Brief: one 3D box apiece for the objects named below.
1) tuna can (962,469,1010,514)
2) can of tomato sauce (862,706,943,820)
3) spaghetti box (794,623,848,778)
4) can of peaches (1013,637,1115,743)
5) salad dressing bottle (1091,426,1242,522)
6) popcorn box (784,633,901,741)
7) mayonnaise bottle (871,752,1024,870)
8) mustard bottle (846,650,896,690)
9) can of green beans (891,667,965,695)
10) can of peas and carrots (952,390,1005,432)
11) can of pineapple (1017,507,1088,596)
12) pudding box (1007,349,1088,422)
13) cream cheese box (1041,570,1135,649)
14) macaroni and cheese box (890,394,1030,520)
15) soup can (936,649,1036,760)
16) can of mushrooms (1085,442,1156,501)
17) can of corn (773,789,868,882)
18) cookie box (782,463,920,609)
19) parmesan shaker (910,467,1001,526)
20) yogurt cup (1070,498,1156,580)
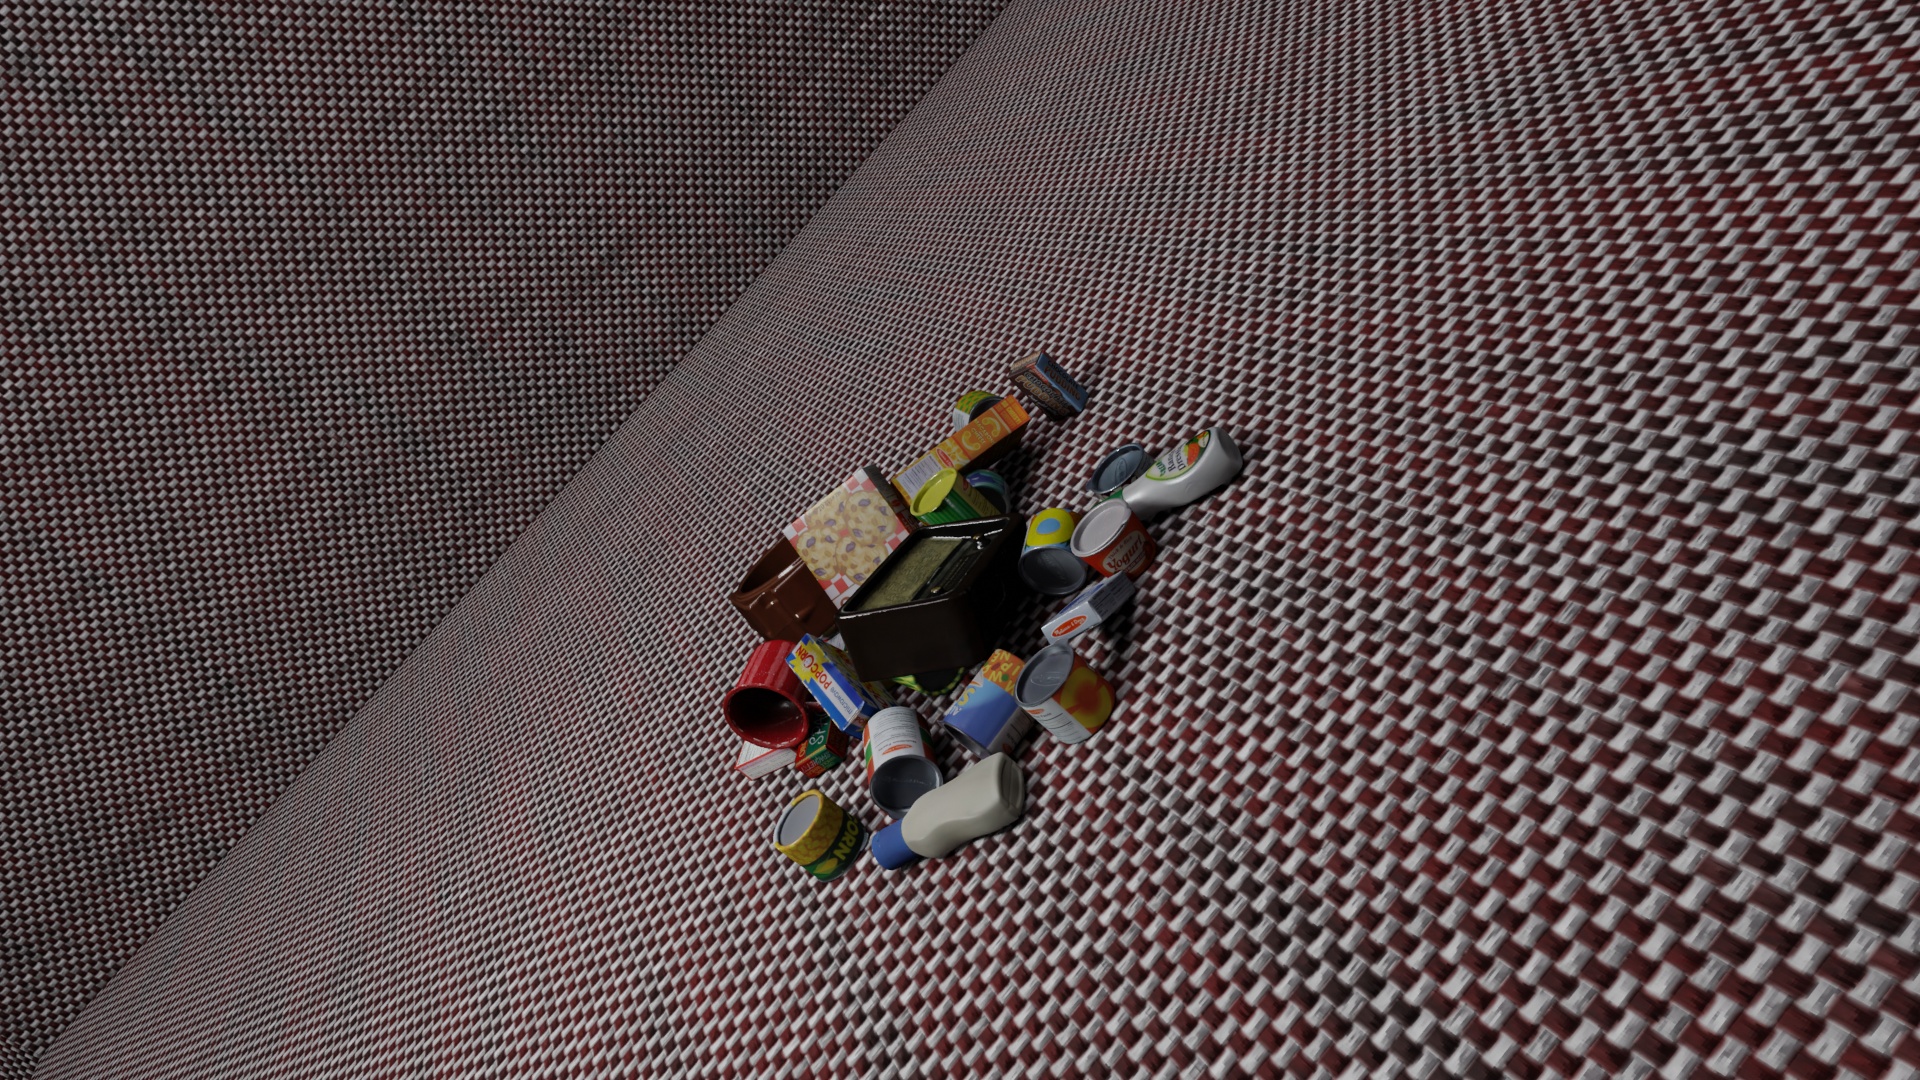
[{"bbox_3d":[0.020,-0.042,1.525,0.071,0.071,0.033,-37,27,20],"label":"tuna can"},{"bbox_3d":[-0.054,0.204,1.280,0.071,0.071,0.083,-41,25,11],"label":"can of tomato sauce"},{"bbox_3d":[-0.138,0.156,1.523,0.050,0.028,0.251,-34,27,25],"label":"spaghetti box"},{"bbox_3d":[0.089,0.128,1.175,0.071,0.058,0.071,-37,26,21],"label":"can of peaches"},{"bbox_3d":[0.191,-0.051,1.301,0.147,0.044,0.064,-32,27,28],"label":"salad dressing bottle"},{"bbox_3d":[-0.108,0.151,1.369,0.038,0.085,0.127,-53,45,6],"label":"popcorn box"},{"bbox_3d":[-0.012,0.238,1.189,0.147,0.041,0.065,-34,27,28],"label":"mayonnaise bottle"},{"bbox_3d":[-0.053,0.100,1.449,0.160,0.048,0.065,-37,32,21],"label":"mustard bottle"},{"bbox_3d":[-0.036,0.116,1.374,0.071,0.071,0.058,-54,32,-15],"label":"can of green beans"},{"bbox_3d":[0.032,-0.145,1.670,0.071,0.071,0.059,-48,24,-4],"label":"can of peas and carrots"},{"bbox_3d":[0.094,0.011,1.336,0.070,0.071,0.058,-28,30,35],"label":"can of pineapple"},{"bbox_3d":[0.101,-0.177,1.587,0.049,0.083,0.030,-18,40,46],"label":"pudding box"},{"bbox_3d":[0.114,0.060,1.225,0.053,0.024,0.104,-32,0,27],"label":"cream cheese box"},{"bbox_3d":[-0.004,-0.089,1.566,0.167,0.040,0.123,-37,-6,-11],"label":"macaroni and cheese box"},{"bbox_3d":[0.031,0.146,1.224,0.084,0.071,0.071,-52,25,-14],"label":"soup can"},{"bbox_3d":[0.161,-0.061,1.375,0.071,0.033,0.071,-35,27,22],"label":"can of mushrooms"},{"bbox_3d":[-0.130,0.274,1.298,0.071,0.058,0.071,-36,27,22],"label":"can of corn"},{"bbox_3d":[-0.096,0.020,1.504,0.122,0.167,0.040,-36,-3,21],"label":"cookie box"},{"bbox_3d":[0.005,-0.018,1.473,0.071,0.103,0.072,-37,26,21],"label":"parmesan shaker"},{"bbox_3d":[0.143,0.003,1.282,0.072,0.054,0.073,-36,26,21],"label":"yogurt cup"}]
